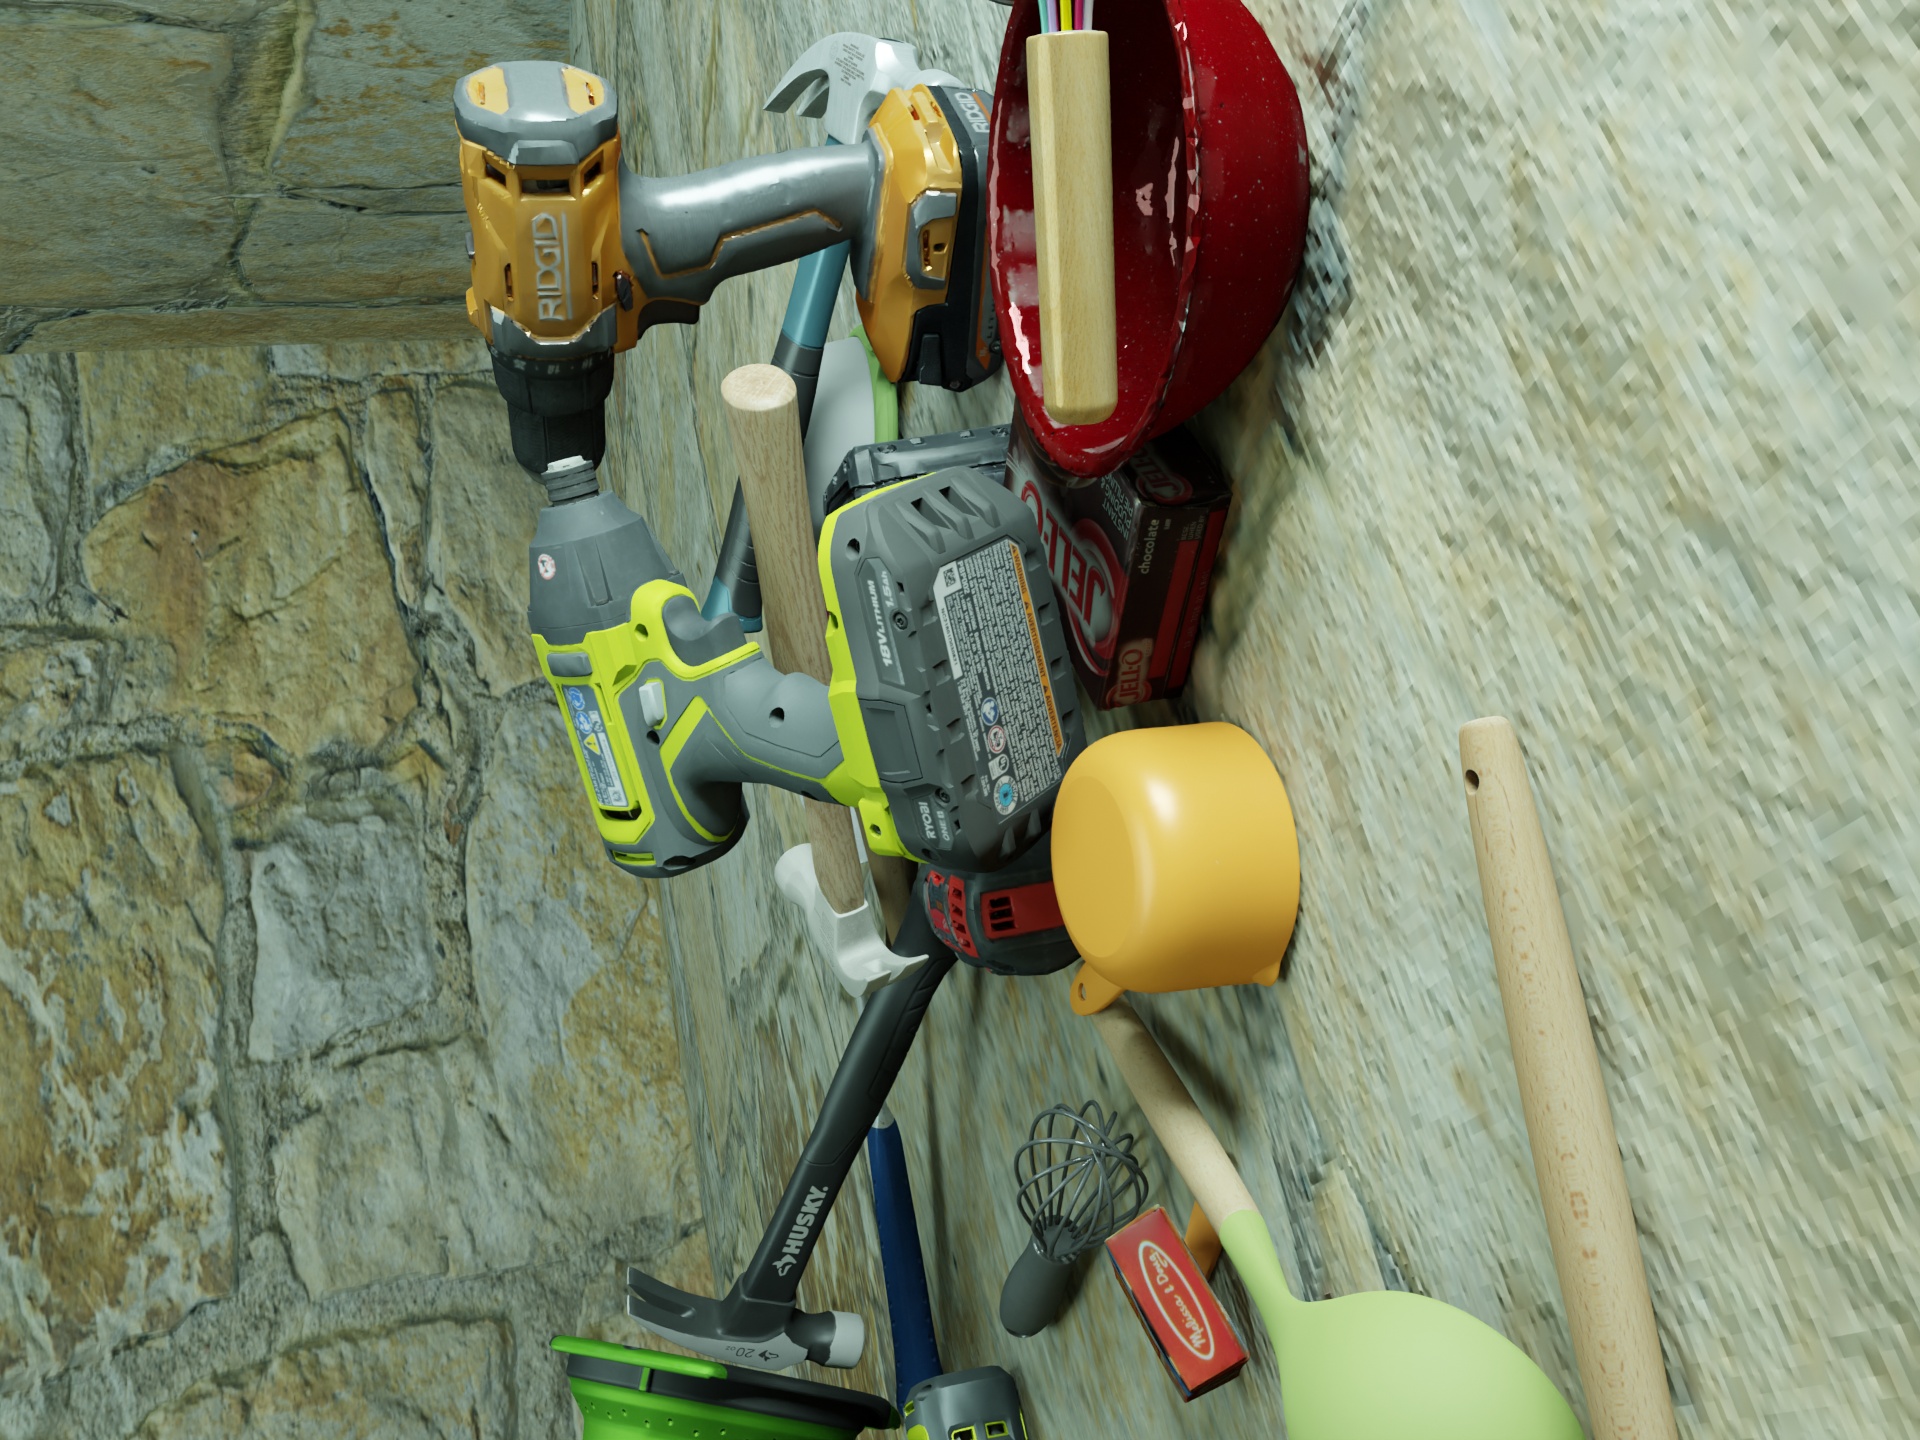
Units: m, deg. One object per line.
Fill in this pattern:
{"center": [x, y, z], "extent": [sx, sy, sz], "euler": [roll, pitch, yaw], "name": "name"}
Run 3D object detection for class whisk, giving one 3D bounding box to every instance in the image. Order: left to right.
{"center": [0.040, 0.230, 0.704], "extent": [0.238, 0.055, 0.055], "euler": [100, 158, -52], "name": "whisk"}
{"center": [0.025, -0.198, 0.405], "extent": [0.047, 0.051, 0.245], "euler": [-146, 48, -61], "name": "whisk"}

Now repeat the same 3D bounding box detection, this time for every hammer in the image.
{"center": [-0.084, -0.184, 0.821], "extent": [0.128, 0.033, 0.330], "euler": [48, 130, 38], "name": "hammer"}
{"center": [-0.065, -0.001, 0.708], "extent": [0.130, 0.031, 0.331], "euler": [49, 153, 44], "name": "hammer"}
{"center": [-0.073, 0.228, 0.876], "extent": [0.035, 0.146, 0.334], "euler": [-112, 41, -60], "name": "hammer"}
{"center": [-0.050, 0.234, 0.963], "extent": [0.144, 0.035, 0.405], "euler": [-131, 32, -78], "name": "hammer"}

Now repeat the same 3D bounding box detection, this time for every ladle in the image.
{"center": [0.094, 0.147, 0.516], "extent": [0.320, 0.062, 0.078], "euler": [-123, 26, -71], "name": "ladle"}

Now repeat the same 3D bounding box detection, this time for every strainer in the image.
{"center": [-0.073, -0.180, 0.875], "extent": [0.256, 0.069, 0.152], "euler": [112, 153, -57], "name": "strainer"}

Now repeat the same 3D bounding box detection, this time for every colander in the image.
{"center": [-0.123, 0.460, 0.992], "extent": [0.396, 0.204, 0.095], "euler": [55, -139, -58], "name": "colander"}

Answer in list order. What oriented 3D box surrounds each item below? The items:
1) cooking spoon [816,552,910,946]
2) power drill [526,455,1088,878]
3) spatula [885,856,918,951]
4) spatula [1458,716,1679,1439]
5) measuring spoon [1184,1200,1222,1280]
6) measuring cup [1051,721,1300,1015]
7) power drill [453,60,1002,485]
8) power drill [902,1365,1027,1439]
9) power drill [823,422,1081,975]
{"center": [-0.047, 0.035, 0.795], "extent": [0.069, 0.017, 0.318], "euler": [52, 160, 45], "name": "cooking spoon"}
{"center": [-0.073, -0.022, 0.597], "extent": [0.223, 0.080, 0.171], "euler": [0, 111, 39], "name": "power drill"}
{"center": [-0.030, 0.066, 0.888], "extent": [0.018, 0.060, 0.315], "euler": [46, 150, 30], "name": "spatula"}
{"center": [0.138, 0.154, 0.343], "extent": [0.082, 0.044, 0.318], "euler": [142, 122, -67], "name": "spatula"}
{"center": [0.085, 0.200, 0.593], "extent": [0.021, 0.011, 0.116], "euler": [-114, 24, -47], "name": "measuring spoon"}
{"center": [0.052, 0.068, 0.553], "extent": [0.173, 0.052, 0.095], "euler": [121, 140, -52], "name": "measuring cup"}
{"center": [-0.096, -0.184, 0.687], "extent": [0.185, 0.226, 0.084], "euler": [101, 157, -45], "name": "power drill"}
{"center": [-0.001, 0.479, 0.877], "extent": [0.228, 0.080, 0.191], "euler": [113, 148, -54], "name": "power drill"}
{"center": [-0.001, -0.002, 0.707], "extent": [0.188, 0.080, 0.227], "euler": [166, 94, -79], "name": "power drill"}
